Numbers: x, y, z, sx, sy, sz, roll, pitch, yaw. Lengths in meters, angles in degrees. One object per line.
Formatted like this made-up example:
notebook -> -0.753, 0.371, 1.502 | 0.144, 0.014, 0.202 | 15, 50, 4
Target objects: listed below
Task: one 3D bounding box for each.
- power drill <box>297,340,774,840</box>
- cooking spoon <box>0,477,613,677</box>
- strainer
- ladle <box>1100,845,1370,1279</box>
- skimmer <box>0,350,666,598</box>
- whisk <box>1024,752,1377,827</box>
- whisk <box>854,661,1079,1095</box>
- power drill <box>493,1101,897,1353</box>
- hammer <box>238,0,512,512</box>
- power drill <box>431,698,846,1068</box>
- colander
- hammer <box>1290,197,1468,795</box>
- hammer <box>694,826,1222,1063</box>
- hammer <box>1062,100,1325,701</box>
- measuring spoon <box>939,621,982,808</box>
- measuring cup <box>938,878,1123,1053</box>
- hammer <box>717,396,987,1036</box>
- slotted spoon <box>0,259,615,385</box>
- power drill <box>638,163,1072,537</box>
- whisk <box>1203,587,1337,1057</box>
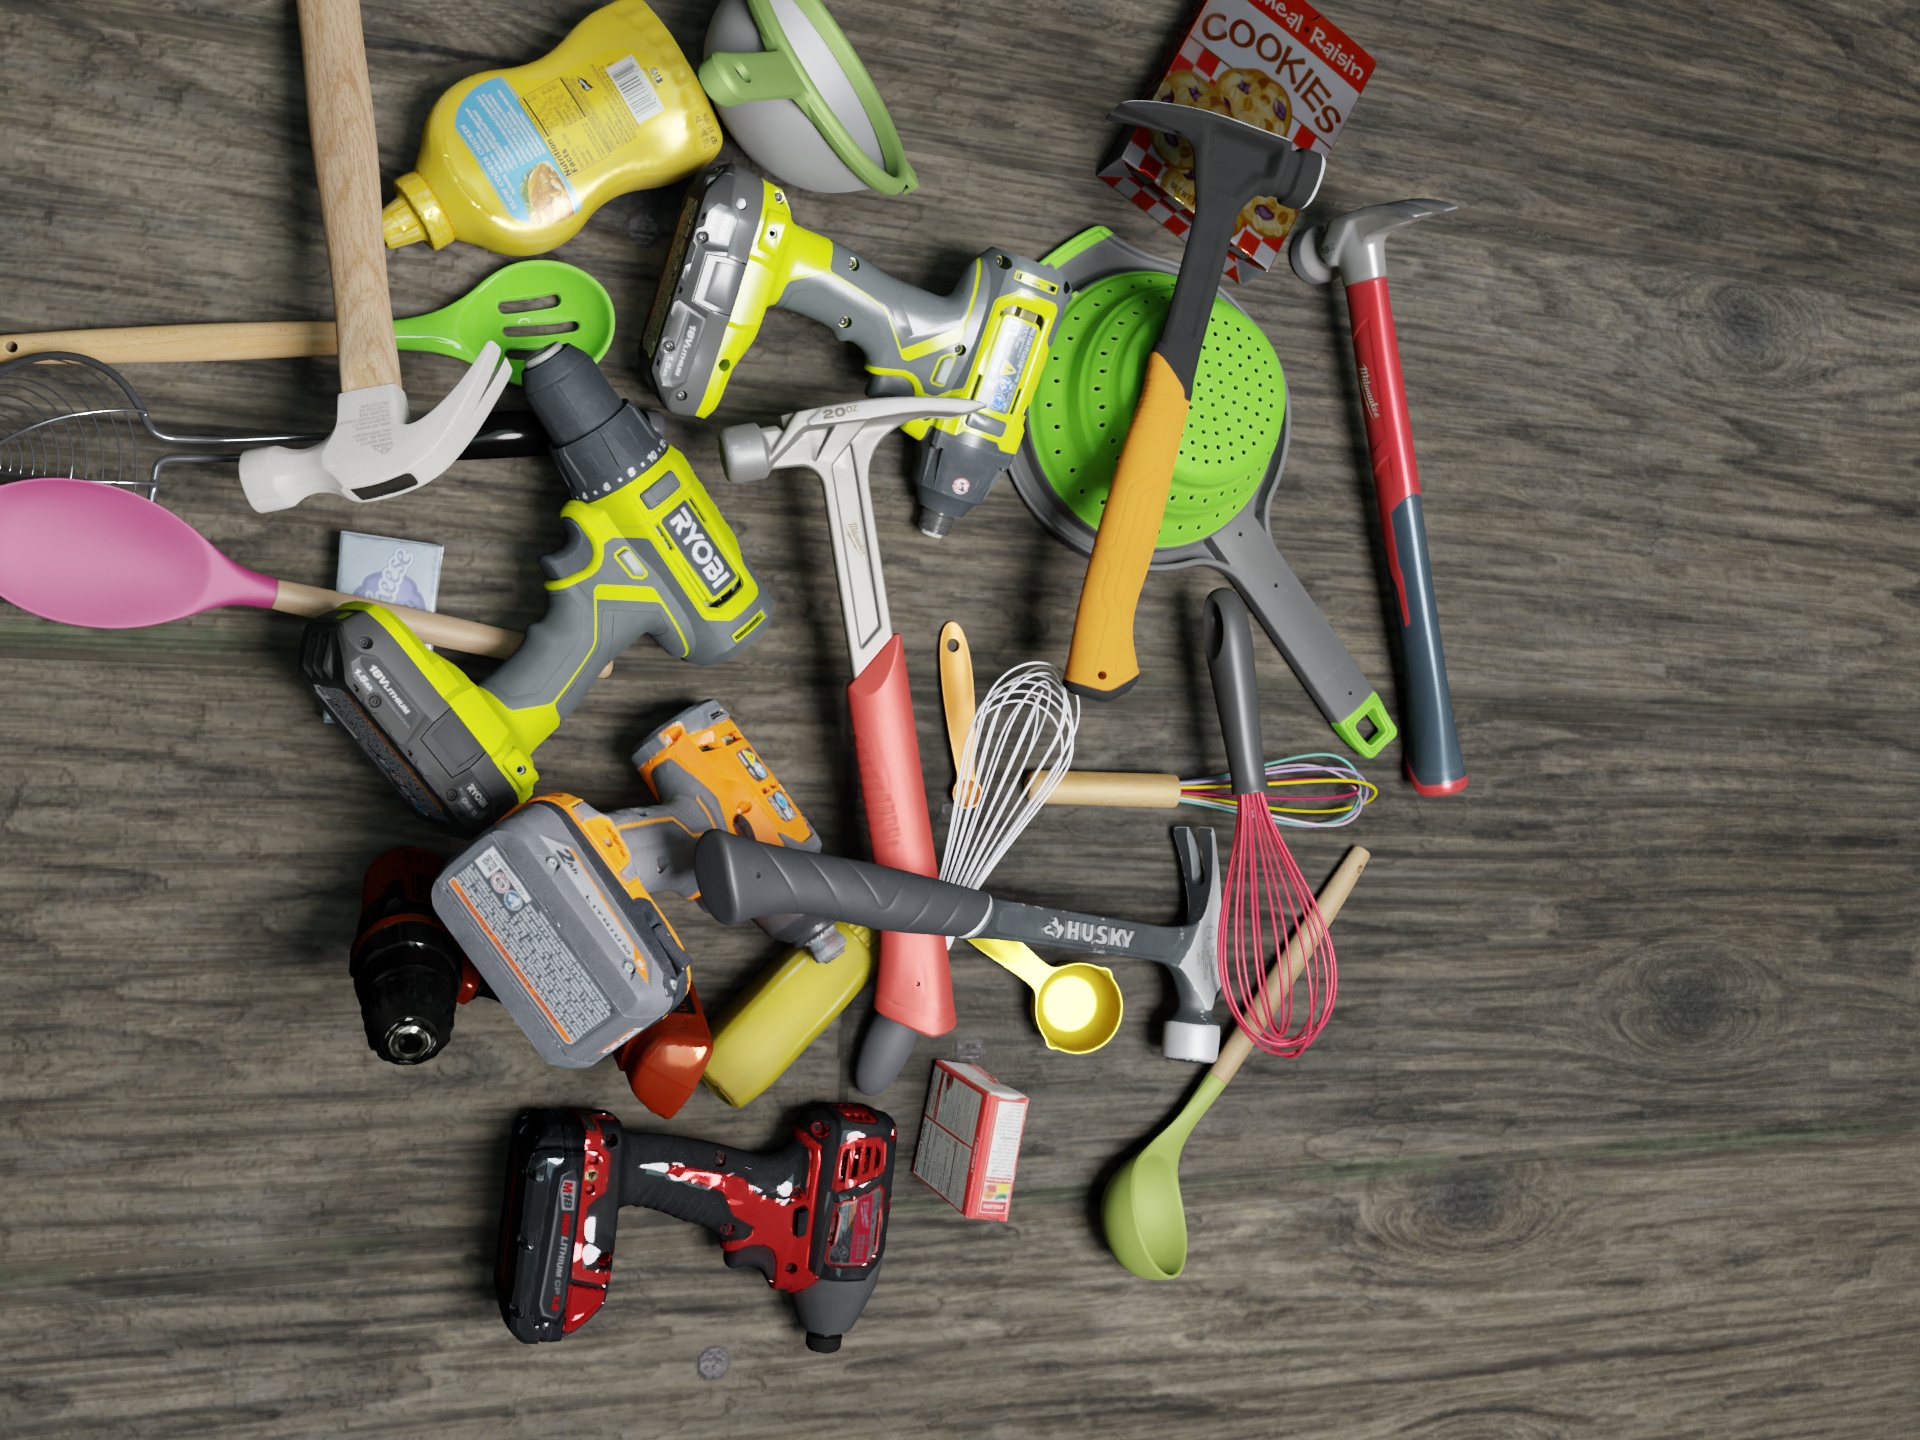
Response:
power drill -> -0.224, -0.068, 0.836 | 0.228, 0.080, 0.190 | -46, 120, -27
cooking spoon -> -0.328, -0.059, 0.820 | 0.318, 0.017, 0.069 | 13, 94, -35
strainer -> -0.107, -0.329, 0.847 | 0.069, 0.256, 0.151 | -27, 105, 21
ladle -> 0.191, 0.217, 1.039 | 0.320, 0.062, 0.078 | -54, 131, -14
skimmer -> -0.342, -0.139, 0.851 | 0.363, 0.090, 0.127 | -9, 83, -30
whisk -> 0.160, 0.044, 1.031 | 0.245, 0.047, 0.051 | 3, 92, -17
whisk -> 0.000, 0.097, 0.957 | 0.070, 0.070, 0.284 | 22, 94, -19
power drill -> -0.146, 0.292, 0.909 | 0.219, 0.078, 0.143 | 7, 89, -23
hammer -> -0.309, -0.270, 0.809 | 0.130, 0.031, 0.331 | -10, 77, -1
power drill -> -0.147, 0.088, 0.827 | 0.084, 0.226, 0.164 | -36, 90, 26
colander -> 0.181, -0.134, 1.005 | 0.204, 0.094, 0.397 | -41, 104, -14
hammer -> 0.295, -0.137, 1.034 | 0.038, 0.143, 0.386 | -15, 100, -16
hammer -> 0.023, 0.107, 0.896 | 0.408, 0.036, 0.149 | 16, 76, -43
hammer -> 0.108, -0.177, 0.911 | 0.127, 0.034, 0.337 | 13, 93, -14
measuring spoon -> -0.002, -0.003, 0.989 | 0.021, 0.011, 0.117 | -5, 89, -20
measuring cup -> 0.034, 0.149, 1.001 | 0.156, 0.029, 0.062 | 40, 81, -4
hammer -> -0.035, 0.001, 0.901 | 0.149, 0.037, 0.359 | -10, 97, -13
slotted spoon -> -0.345, -0.206, 0.850 | 0.313, 0.031, 0.070 | -7, 93, -18
power drill -> -0.063, -0.210, 0.917 | 0.223, 0.080, 0.171 | 15, 105, -22
whisk -> 0.184, 0.064, 0.990 | 0.073, 0.073, 0.296 | -9, 90, -20
